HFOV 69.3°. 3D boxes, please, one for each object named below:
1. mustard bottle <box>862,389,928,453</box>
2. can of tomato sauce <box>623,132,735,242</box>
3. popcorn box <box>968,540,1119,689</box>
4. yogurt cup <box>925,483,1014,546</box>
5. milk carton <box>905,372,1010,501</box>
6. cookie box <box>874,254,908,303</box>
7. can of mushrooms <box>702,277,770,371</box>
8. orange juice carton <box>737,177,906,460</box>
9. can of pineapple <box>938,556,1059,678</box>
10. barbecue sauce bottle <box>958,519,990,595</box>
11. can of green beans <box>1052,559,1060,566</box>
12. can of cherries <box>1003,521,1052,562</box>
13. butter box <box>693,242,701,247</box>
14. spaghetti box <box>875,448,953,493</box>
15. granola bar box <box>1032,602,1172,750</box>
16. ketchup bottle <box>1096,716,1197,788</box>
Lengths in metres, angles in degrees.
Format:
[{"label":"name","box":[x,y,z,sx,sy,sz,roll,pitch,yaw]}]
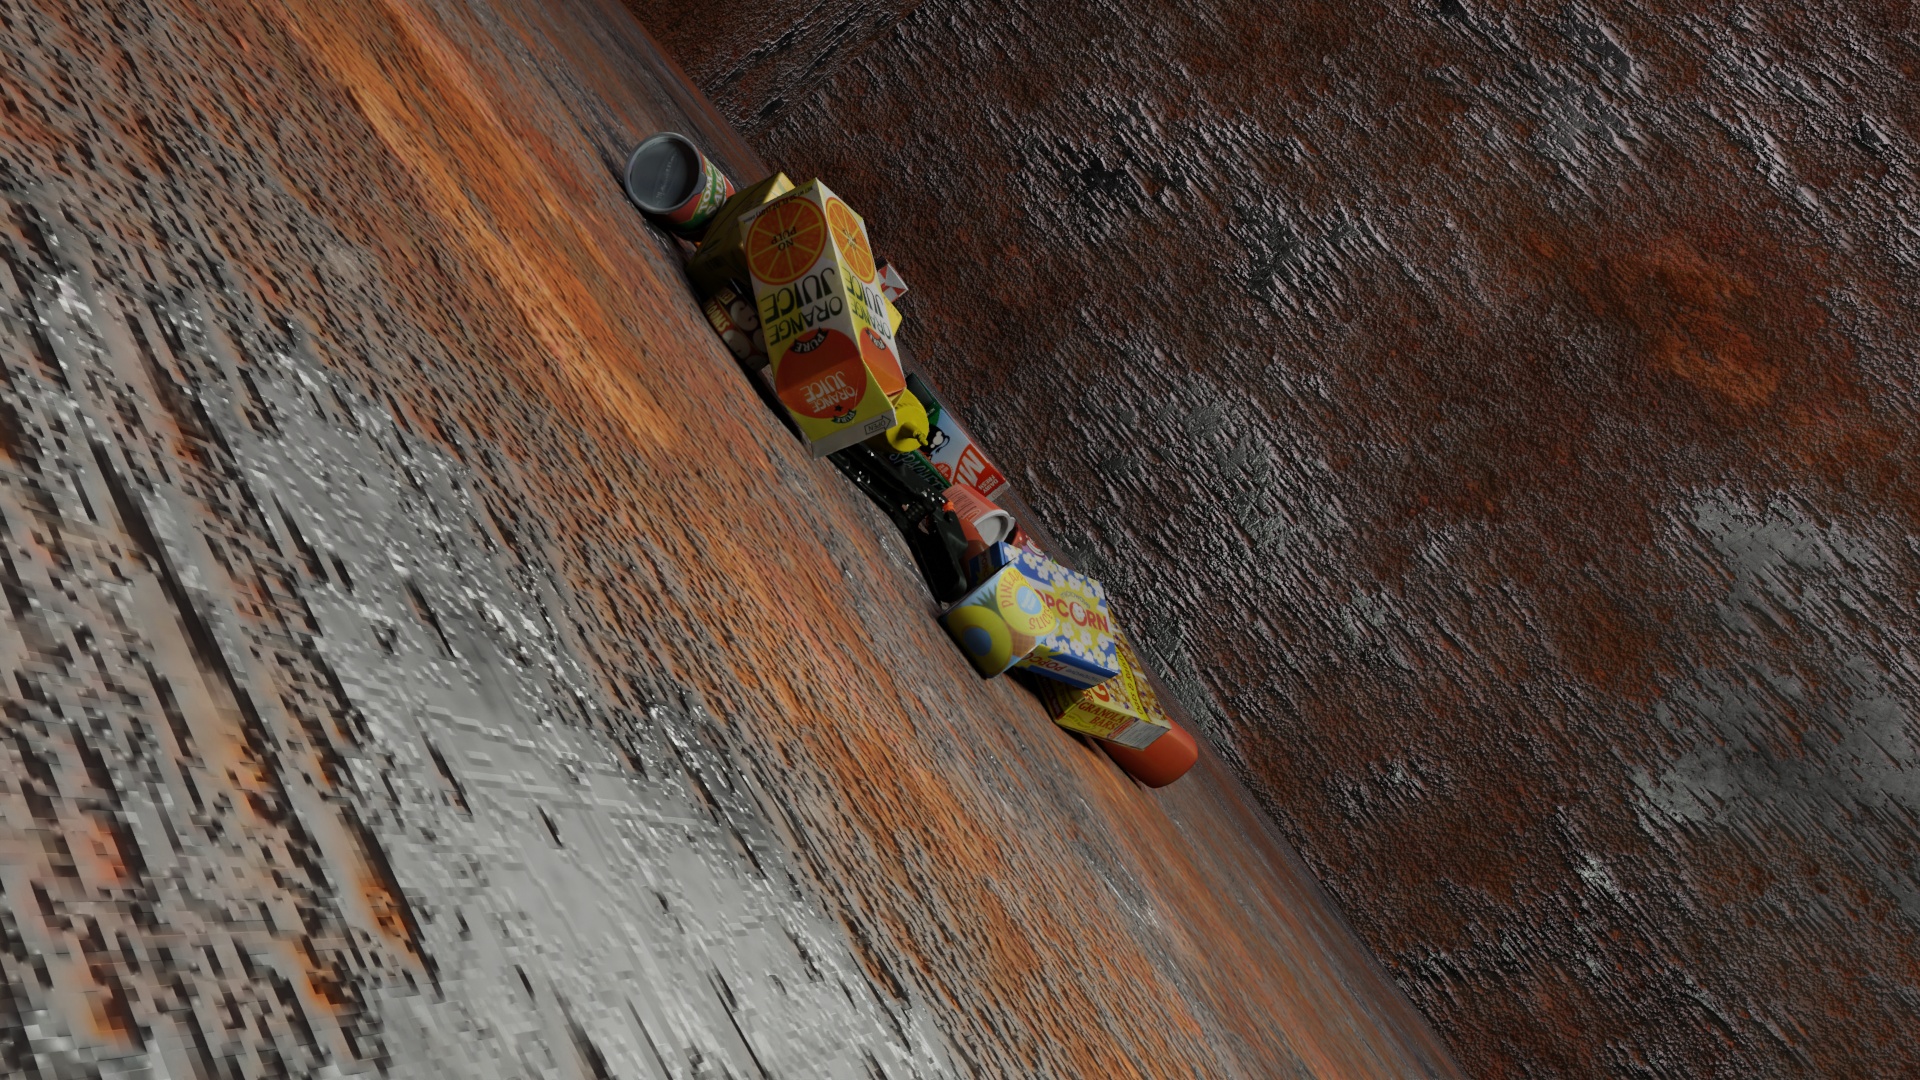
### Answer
[{"label":"mustard bottle","box":[-0.064,-0.105,1.160,0.049,0.065,0.160,31,1,-32]},{"label":"can of tomato sauce","box":[-0.226,-0.287,1.138,0.071,0.071,0.083,52,5,10]},{"label":"popcorn box","box":[0.066,0.060,1.091,0.126,0.038,0.085,22,48,-41]},{"label":"yogurt cup","box":[0.005,-0.016,1.291,0.054,0.072,0.072,45,2,27]},{"label":"milk carton","box":[-0.017,-0.093,1.561,0.190,0.072,0.074,47,6,-41]},{"label":"cookie box","box":[-0.122,-0.270,1.589,0.040,0.123,0.168,51,5,-15]},{"label":"can of mushrooms","box":[-0.161,-0.163,1.040,0.071,0.033,0.071,51,6,-7]},{"label":"orange juice carton","box":[-0.097,-0.156,1.009,0.073,0.071,0.193,28,44,-62]},{"label":"can of pineapple","box":[0.029,0.055,0.984,0.058,0.071,0.071,52,5,0]},{"label":"barbecue sauce bottle","box":[0.020,0.034,1.184,0.064,0.043,0.149,54,2,-37]},{"label":"can of green beans","box":[0.086,0.054,1.474,0.057,0.071,0.071,47,7,-36]},{"label":"can of cherries","box":[0.047,0.019,1.360,0.058,0.071,0.072,48,6,-30]},{"label":"butter box","box":[-0.220,-0.267,1.287,0.103,0.024,0.053,48,6,-33]},{"label":"spaghetti box","box":[-0.043,-0.072,1.437,0.050,0.028,0.249,54,6,34]},{"label":"granola bar box","box":[0.103,0.097,1.211,0.124,0.039,0.166,24,32,-42]},{"label":"ketchup bottle","box":[0.152,0.172,1.285,0.148,0.064,0.044,39,24,-28]}]
